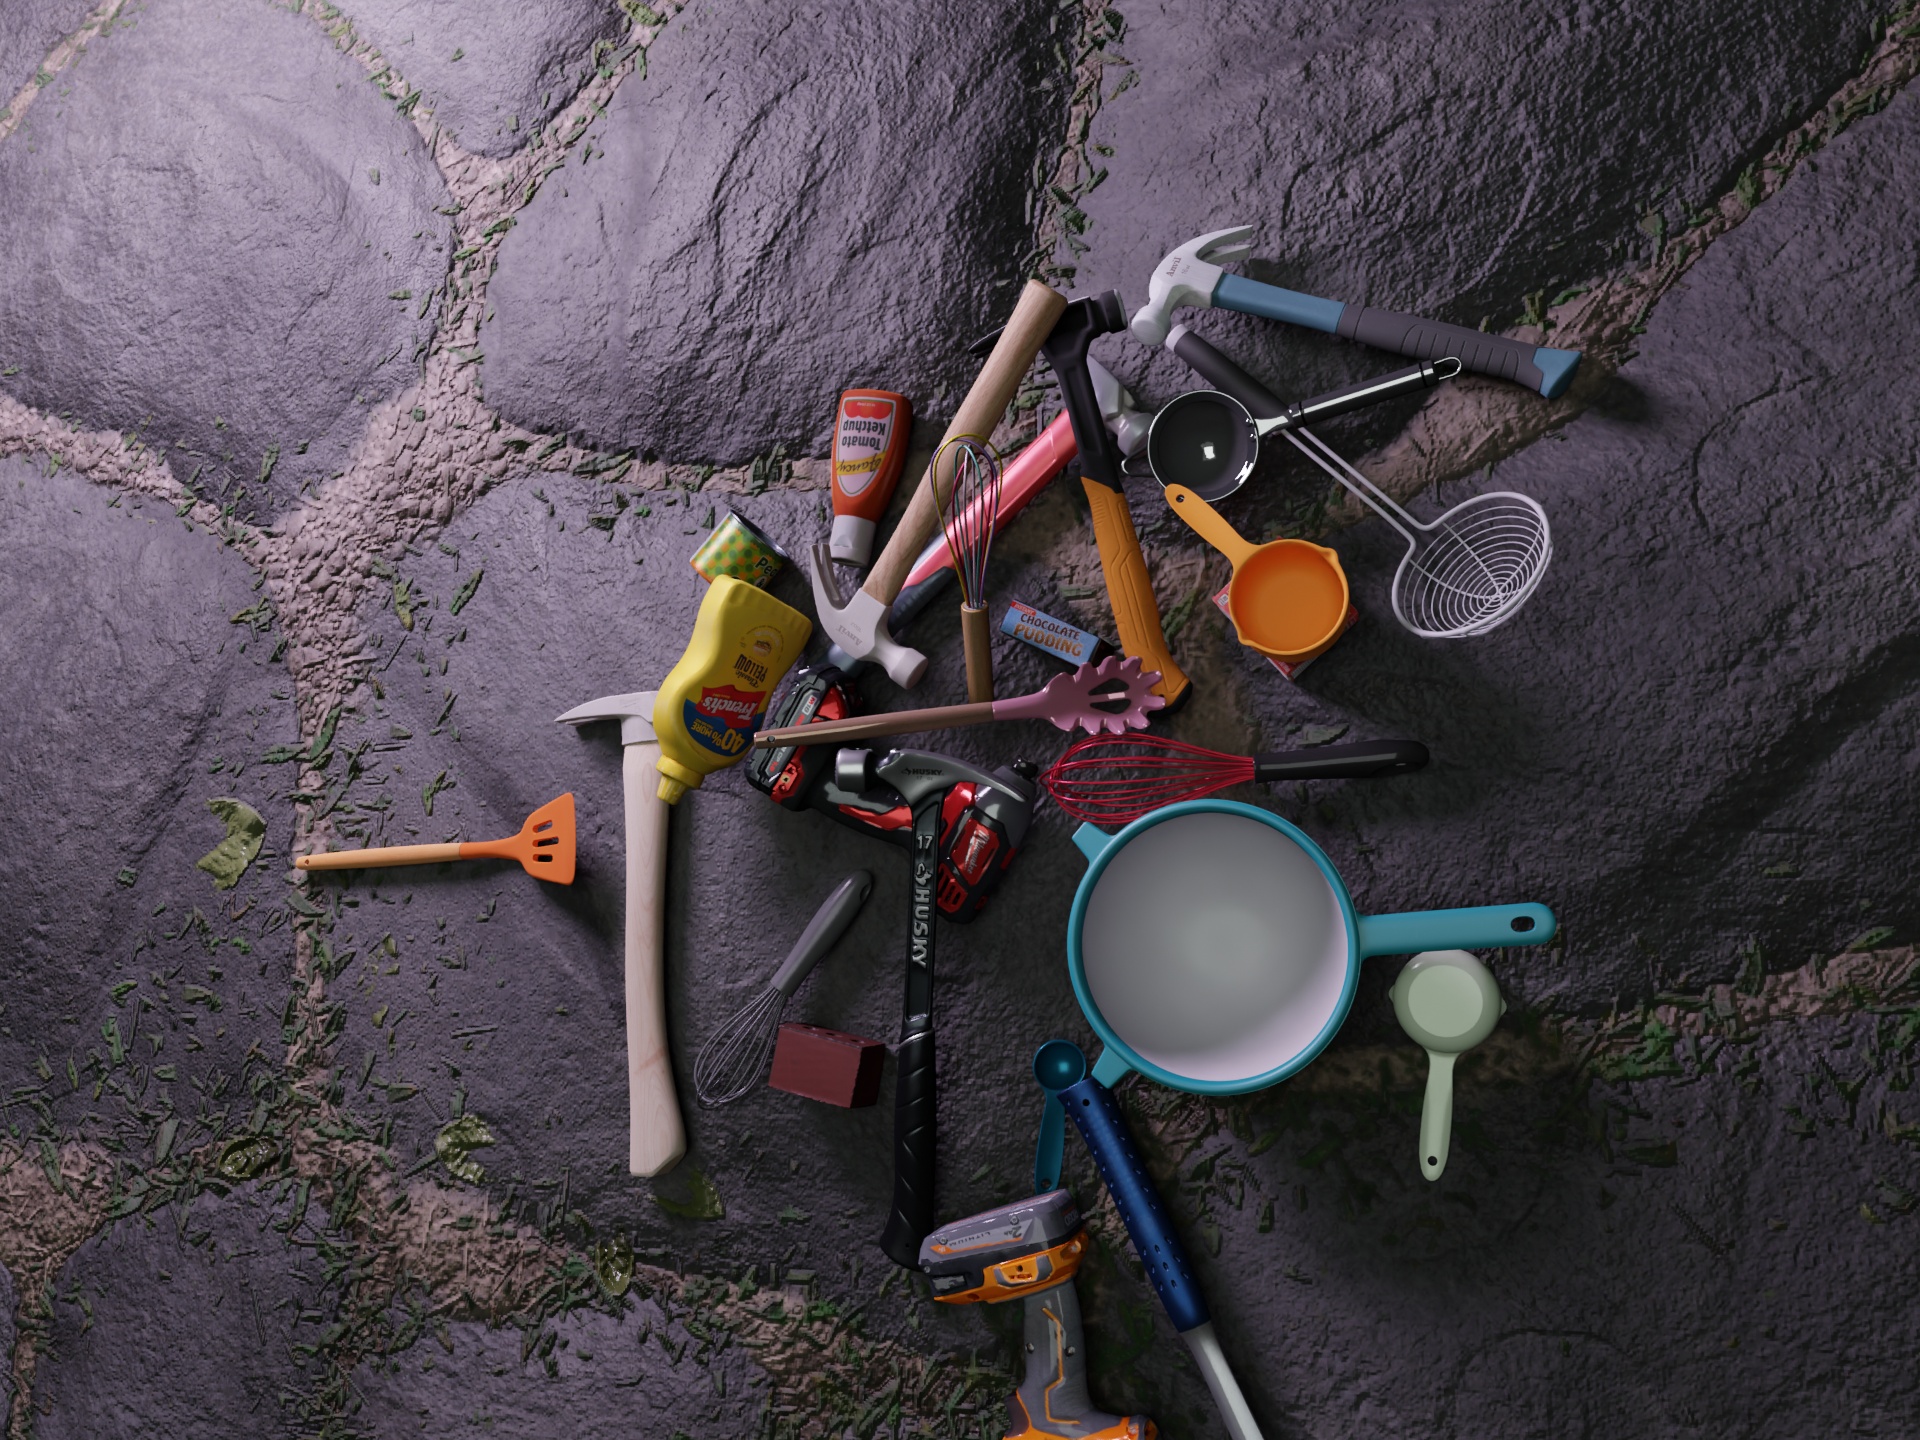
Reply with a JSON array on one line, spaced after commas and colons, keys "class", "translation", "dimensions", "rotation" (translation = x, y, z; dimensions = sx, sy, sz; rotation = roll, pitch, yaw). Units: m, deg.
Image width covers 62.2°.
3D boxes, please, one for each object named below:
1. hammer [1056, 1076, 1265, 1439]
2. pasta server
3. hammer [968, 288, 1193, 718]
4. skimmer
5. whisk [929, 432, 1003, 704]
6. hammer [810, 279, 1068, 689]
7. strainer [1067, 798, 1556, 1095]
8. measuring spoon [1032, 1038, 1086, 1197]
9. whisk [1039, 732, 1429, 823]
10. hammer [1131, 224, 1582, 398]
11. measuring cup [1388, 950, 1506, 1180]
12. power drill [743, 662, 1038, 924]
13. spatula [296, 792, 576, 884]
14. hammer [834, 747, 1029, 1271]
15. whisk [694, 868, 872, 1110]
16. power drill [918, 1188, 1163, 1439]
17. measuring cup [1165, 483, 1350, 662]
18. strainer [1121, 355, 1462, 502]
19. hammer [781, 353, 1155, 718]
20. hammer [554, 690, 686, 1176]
[{"class": "hammer", "translation": [0.182, 0.450, 1.161], "dimensions": [0.144, 0.035, 0.406], "rotation": [-29, 75, 13]}, {"class": "pasta server", "translation": [-0.002, -0.004, 1.226], "dimensions": [0.316, 0.040, 0.060], "rotation": [-7, 88, -2]}, {"class": "hammer", "translation": [0.110, -0.163, 1.261], "dimensions": [0.127, 0.034, 0.337], "rotation": [-16, 87, 11]}, {"class": "skimmer", "translation": [0.286, -0.200, 1.210], "dimensions": [0.363, 0.090, 0.127], "rotation": [45, 99, 20]}, {"class": "whisk", "translation": [0.014, -0.109, 1.246], "dimensions": [0.047, 0.244, 0.051], "rotation": [-25, 38, -29]}, {"class": "hammer", "translation": [-0.014, -0.196, 1.264], "dimensions": [0.130, 0.031, 0.331], "rotation": [35, 107, 14]}, {"class": "strainer", "translation": [0.253, 0.159, 1.162], "dimensions": [0.340, 0.095, 0.211], "rotation": [-7, 82, 16]}, {"class": "measuring spoon", "translation": [0.071, 0.311, 1.241], "dimensions": [0.042, 0.021, 0.128], "rotation": [6, 92, -5]}, {"class": "whisk", "translation": [0.206, 0.038, 1.217], "dimensions": [0.296, 0.073, 0.073], "rotation": [-5, 80, 13]}, {"class": "hammer", "translation": [0.309, -0.307, 1.233], "dimensions": [0.331, 0.033, 0.128], "rotation": [18, 61, 15]}, {"class": "measuring cup", "translation": [0.345, 0.246, 1.143], "dimensions": [0.083, 0.038, 0.168], "rotation": [5, 81, 20]}, {"class": "power drill", "translation": [-0.049, 0.050, 1.277], "dimensions": [0.220, 0.078, 0.143], "rotation": [32, 97, 8]}, {"class": "spatula", "translation": [-0.478, 0.119, 1.448], "dimensions": [0.322, 0.041, 0.081], "rotation": [-6, 80, 19]}, {"class": "hammer", "translation": [-0.028, 0.226, 1.234], "dimensions": [0.149, 0.036, 0.409], "rotation": [3, 95, 7]}, {"class": "whisk", "translation": [-0.145, 0.222, 1.316], "dimensions": [0.055, 0.055, 0.239], "rotation": [35, 89, 21]}, {"class": "power drill", "translation": [0.046, 0.484, 1.187], "dimensions": [0.164, 0.084, 0.226], "rotation": [-21, 79, 15]}, {"class": "measuring cup", "translation": [0.221, -0.116, 1.207], "dimensions": [0.095, 0.052, 0.174], "rotation": [-45, 69, 6]}, {"class": "strainer", "translation": [0.248, -0.226, 1.199], "dimensions": [0.258, 0.050, 0.087], "rotation": [-15, 89, 24]}, {"class": "hammer", "translation": [-0.016, -0.153, 1.335], "dimensions": [0.386, 0.038, 0.143], "rotation": [-44, 69, 7]}, {"class": "hammer", "translation": [-0.280, 0.180, 1.372], "dimensions": [0.146, 0.038, 0.411], "rotation": [-6, 79, 19]}]
